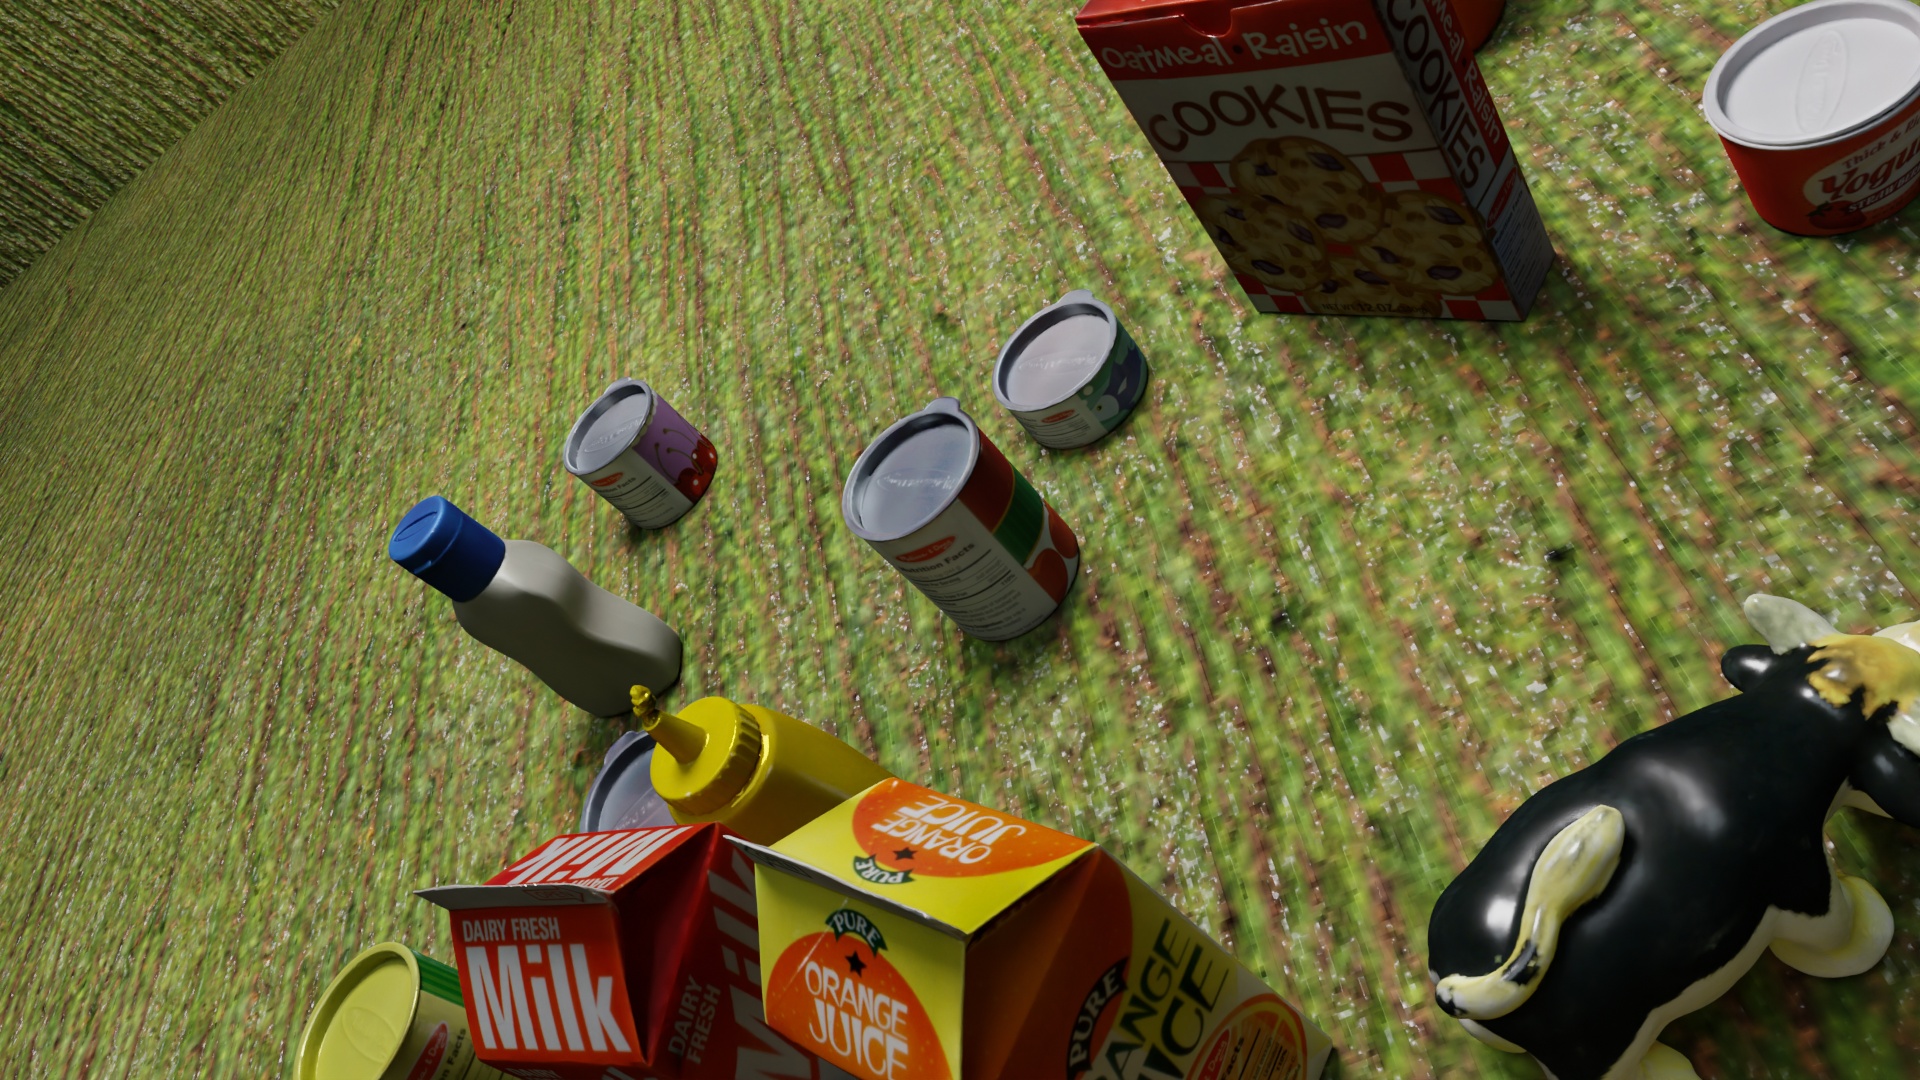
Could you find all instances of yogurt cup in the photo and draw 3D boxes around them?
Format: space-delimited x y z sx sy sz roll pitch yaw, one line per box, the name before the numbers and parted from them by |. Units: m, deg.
yogurt cup | 0.295 -0.142 0.473 0.072 0.054 0.073 -23 45 25

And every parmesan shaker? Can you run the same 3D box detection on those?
parmesan shaker | -0.201 0.212 0.553 0.071 0.103 0.072 -23 45 25

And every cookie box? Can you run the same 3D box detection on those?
cookie box | 0.136 -0.151 0.527 0.123 0.167 0.040 12 66 45

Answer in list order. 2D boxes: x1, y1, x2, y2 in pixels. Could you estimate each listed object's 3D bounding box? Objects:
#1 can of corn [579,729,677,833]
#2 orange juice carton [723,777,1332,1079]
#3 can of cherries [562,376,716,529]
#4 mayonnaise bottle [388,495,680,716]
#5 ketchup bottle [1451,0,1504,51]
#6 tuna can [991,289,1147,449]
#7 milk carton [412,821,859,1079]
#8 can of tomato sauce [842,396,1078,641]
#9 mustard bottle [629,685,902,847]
can of corn | -0.119 0.120 0.598 0.071 0.058 0.071 -23 45 25
orange juice carton | 0.021 0.125 0.370 0.072 0.192 0.073 8 63 44
can of cherries | -0.182 -0.051 0.796 0.071 0.058 0.072 -23 45 25
mayonnaise bottle | -0.206 0.033 0.676 0.064 0.147 0.041 -26 43 22
ketchup bottle | 0.194 -0.284 0.606 0.043 0.148 0.065 -3 56 39
tuna can | 0.051 -0.079 0.643 0.071 0.032 0.071 -23 45 25
milk carton | -0.077 0.145 0.437 0.072 0.190 0.074 -13 50 33
can of tomato sauce | 0.002 -0.007 0.584 0.071 0.083 0.071 -23 45 25
mustard bottle | -0.063 0.096 0.491 0.065 0.160 0.049 -38 40 9
